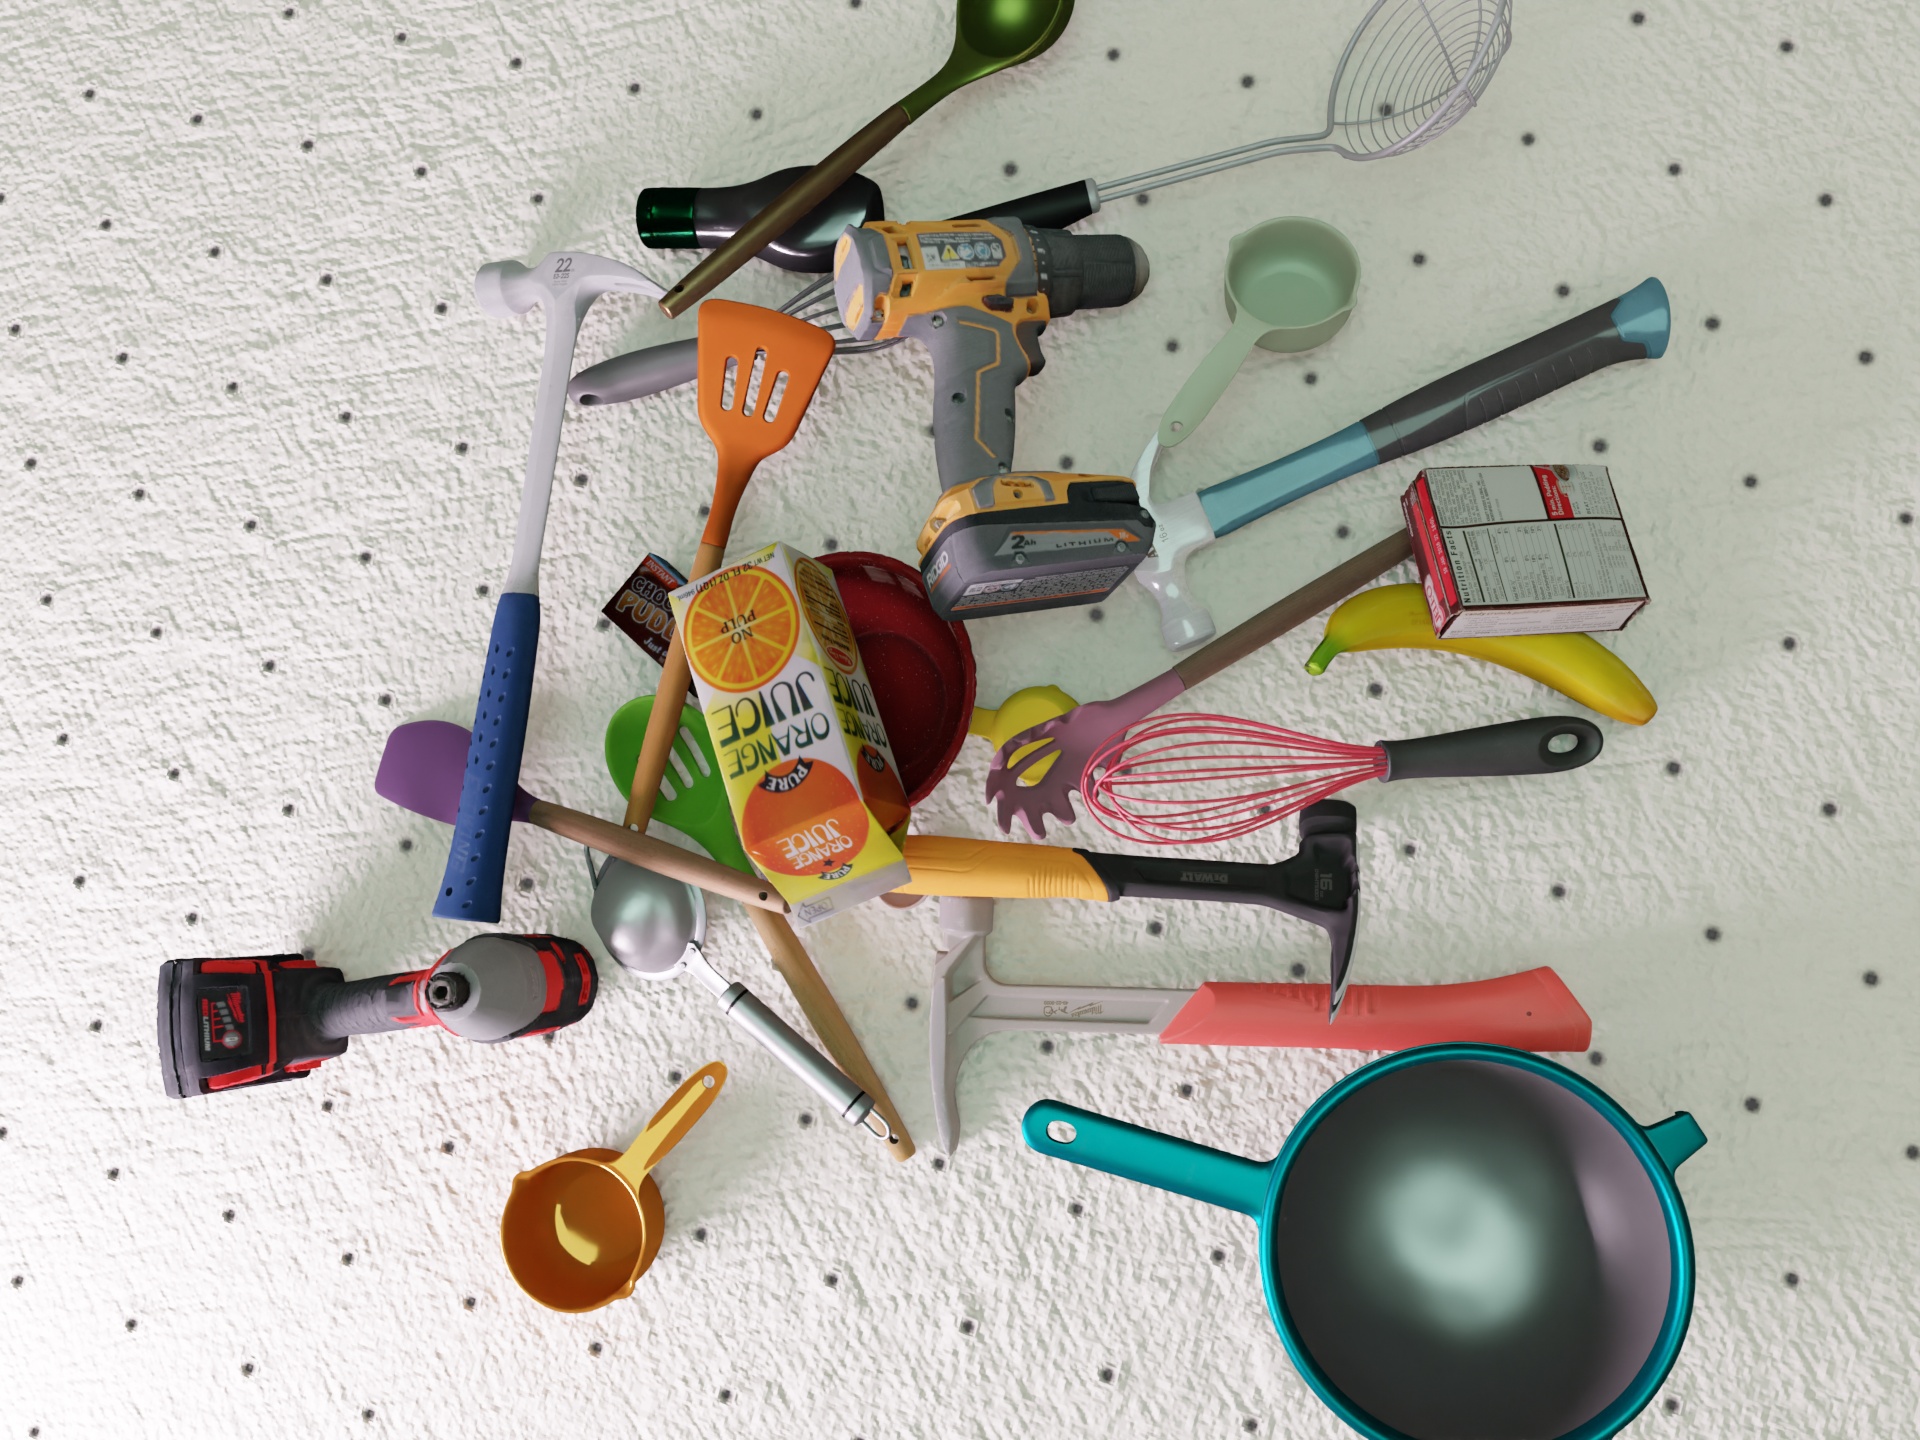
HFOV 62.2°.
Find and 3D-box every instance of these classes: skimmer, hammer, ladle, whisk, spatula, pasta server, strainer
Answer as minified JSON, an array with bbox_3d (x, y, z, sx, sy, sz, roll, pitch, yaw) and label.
[{"bbox_3d":[0.129,-0.342,0.911,0.363,0.090,0.127,-13,51,10],"label":"skimmer"},{"bbox_3d":[-0.254,-0.084,0.938,0.144,0.035,0.405,2,81,28],"label":"hammer"},{"bbox_3d":[0.161,0.174,0.889,0.359,0.036,0.149,0,85,9],"label":"hammer"},{"bbox_3d":[-0.056,-0.345,0.923,0.320,0.062,0.078,-43,63,-11],"label":"ladle"},{"bbox_3d":[0.050,0.091,0.885,0.337,0.034,0.127,3,52,9],"label":"hammer"},{"bbox_3d":[-0.129,-0.230,0.963,0.239,0.055,0.055,-14,83,11],"label":"whisk"},{"bbox_3d":[-0.227,0.058,0.927,0.316,0.018,0.060,17,88,27],"label":"spatula"},{"bbox_3d":[0.148,-0.034,0.890,0.316,0.040,0.060,-31,115,-4],"label":"pasta server"},{"bbox_3d":[0.246,-0.163,0.907,0.331,0.033,0.128,-24,83,6],"label":"hammer"},{"bbox_3d":[-0.151,-0.079,0.923,0.081,0.041,0.322,15,88,-5],"label":"spatula"},{"bbox_3d":[-0.138,0.156,0.924,0.258,0.050,0.087,39,113,12],"label":"strainer"},{"bbox_3d":[0.201,0.256,0.847,0.340,0.095,0.211,14,87,11],"label":"strainer"},{"bbox_3d":[0.210,0.023,0.863,0.296,0.073,0.073,-5,84,-8],"label":"whisk"}]

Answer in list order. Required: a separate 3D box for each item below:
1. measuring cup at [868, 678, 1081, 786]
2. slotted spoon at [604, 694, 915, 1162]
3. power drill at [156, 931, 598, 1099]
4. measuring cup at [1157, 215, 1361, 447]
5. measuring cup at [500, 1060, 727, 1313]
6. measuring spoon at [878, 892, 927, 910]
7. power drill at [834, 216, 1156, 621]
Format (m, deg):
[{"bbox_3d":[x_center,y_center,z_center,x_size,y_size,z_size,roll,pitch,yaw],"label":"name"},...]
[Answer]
[{"bbox_3d":[-0.001,-0.003,0.931,0.156,0.029,0.062,13,87,10],"label":"measuring cup"},{"bbox_3d":[-0.113,0.122,0.940,0.070,0.031,0.314,-33,83,5],"label":"slotted spoon"},{"bbox_3d":[-0.335,0.163,0.912,0.219,0.143,0.078,-9,82,10],"label":"power drill"},{"bbox_3d":[0.162,-0.212,0.905,0.083,0.038,0.167,34,79,17],"label":"measuring cup"},{"bbox_3d":[-0.189,0.263,0.927,0.095,0.052,0.173,41,90,10],"label":"measuring cup"},{"bbox_3d":[-0.056,0.059,0.945,0.034,0.018,0.124,-32,75,-2],"label":"measuring spoon"},{"bbox_3d":[0.040,-0.179,0.888,0.185,0.084,0.226,-9,74,-21],"label":"power drill"}]
